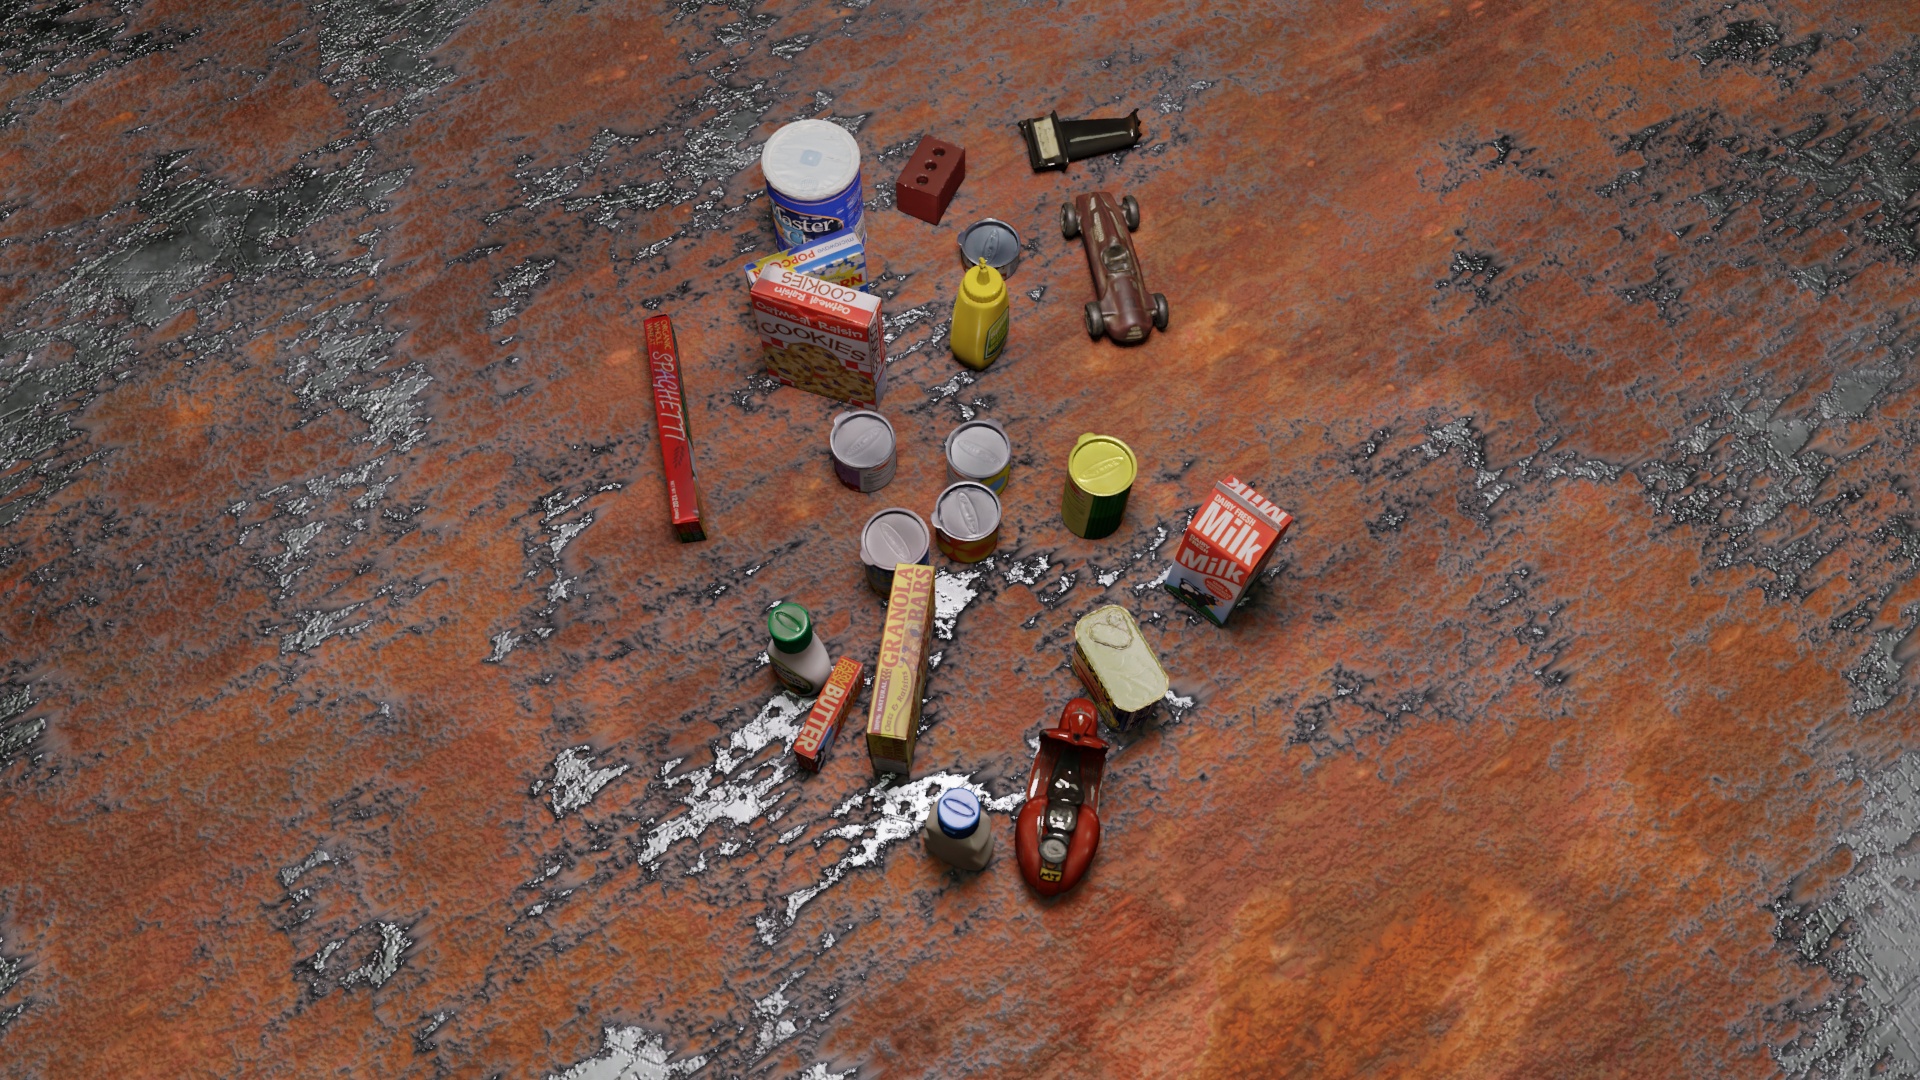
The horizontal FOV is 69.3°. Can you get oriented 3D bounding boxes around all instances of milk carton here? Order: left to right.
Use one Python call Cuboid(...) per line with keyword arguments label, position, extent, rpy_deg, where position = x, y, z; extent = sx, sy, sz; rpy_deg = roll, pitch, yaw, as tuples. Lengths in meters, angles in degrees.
Cuboid(label="milk carton", position=(0.253, 0.005, 1.308), extent=(0.072, 0.189, 0.074), rpy_deg=(37, 70, 15))

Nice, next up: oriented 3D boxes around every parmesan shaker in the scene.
Cuboid(label="parmesan shaker", position=(0.135, -0.054, 1.381), extent=(0.071, 0.102, 0.071), rpy_deg=(0, 66, -1))

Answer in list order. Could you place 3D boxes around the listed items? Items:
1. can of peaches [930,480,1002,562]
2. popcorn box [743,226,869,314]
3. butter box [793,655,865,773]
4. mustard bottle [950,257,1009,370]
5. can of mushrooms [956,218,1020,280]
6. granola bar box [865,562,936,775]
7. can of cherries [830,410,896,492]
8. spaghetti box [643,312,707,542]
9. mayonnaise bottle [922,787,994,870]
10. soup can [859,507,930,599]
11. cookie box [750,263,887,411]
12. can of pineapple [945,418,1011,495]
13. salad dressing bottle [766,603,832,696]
Cuboid(label="can of peaches", position=(0.005, -0.017, 1.387), extent=(0.071, 0.057, 0.071), rpy_deg=(0, 65, -1))
Cuboid(label="popcorn box", position=(-0.163, -0.278, 1.490), extent=(0.127, 0.085, 0.038), rpy_deg=(-23, 68, -11))
Cuboid(label="butter box", position=(-0.123, 0.163, 1.305), extent=(0.024, 0.053, 0.104), rpy_deg=(23, 67, 9))
Cuboid(label="mustard bottle", position=(0.021, -0.239, 1.433), extent=(0.049, 0.159, 0.065), rpy_deg=(31, 69, 13))
Cuboid(label="can of mushrooms", position=(0.031, -0.322, 1.541), extent=(0.071, 0.033, 0.071), rpy_deg=(0, 65, -1))
Cuboid(label="granola bar box", position=(-0.054, 0.120, 1.287), extent=(0.039, 0.123, 0.166), rpy_deg=(8, 66, 3))
Cuboid(label="can of cherries", position=(-0.099, -0.092, 1.420), extent=(0.071, 0.058, 0.072), rpy_deg=(0, 65, -1))
Cuboid(label="spaghetti box", position=(-0.295, -0.119, 1.434), extent=(0.029, 0.050, 0.251), rpy_deg=(-11, 66, -6))
Cuboid(label="mayonnaise bottle", position=(-0.001, 0.251, 1.214), extent=(0.065, 0.147, 0.041), rpy_deg=(23, 68, 10))
Cuboid(label="soup can", position=(-0.065, 0.016, 1.357), extent=(0.071, 0.083, 0.071), rpy_deg=(0, 66, -1))
Cuboid(label="cookie box", position=(-0.140, -0.202, 1.411), extent=(0.123, 0.166, 0.040), rpy_deg=(17, 67, 7))
Cuboid(label="can of pineapple", position=(0.020, -0.081, 1.417), extent=(0.071, 0.057, 0.071), rpy_deg=(0, 65, -1))
Cuboid(label="salad dressing bottle", position=(-0.152, 0.100, 1.282), extent=(0.064, 0.147, 0.044), rpy_deg=(33, 70, 13))
